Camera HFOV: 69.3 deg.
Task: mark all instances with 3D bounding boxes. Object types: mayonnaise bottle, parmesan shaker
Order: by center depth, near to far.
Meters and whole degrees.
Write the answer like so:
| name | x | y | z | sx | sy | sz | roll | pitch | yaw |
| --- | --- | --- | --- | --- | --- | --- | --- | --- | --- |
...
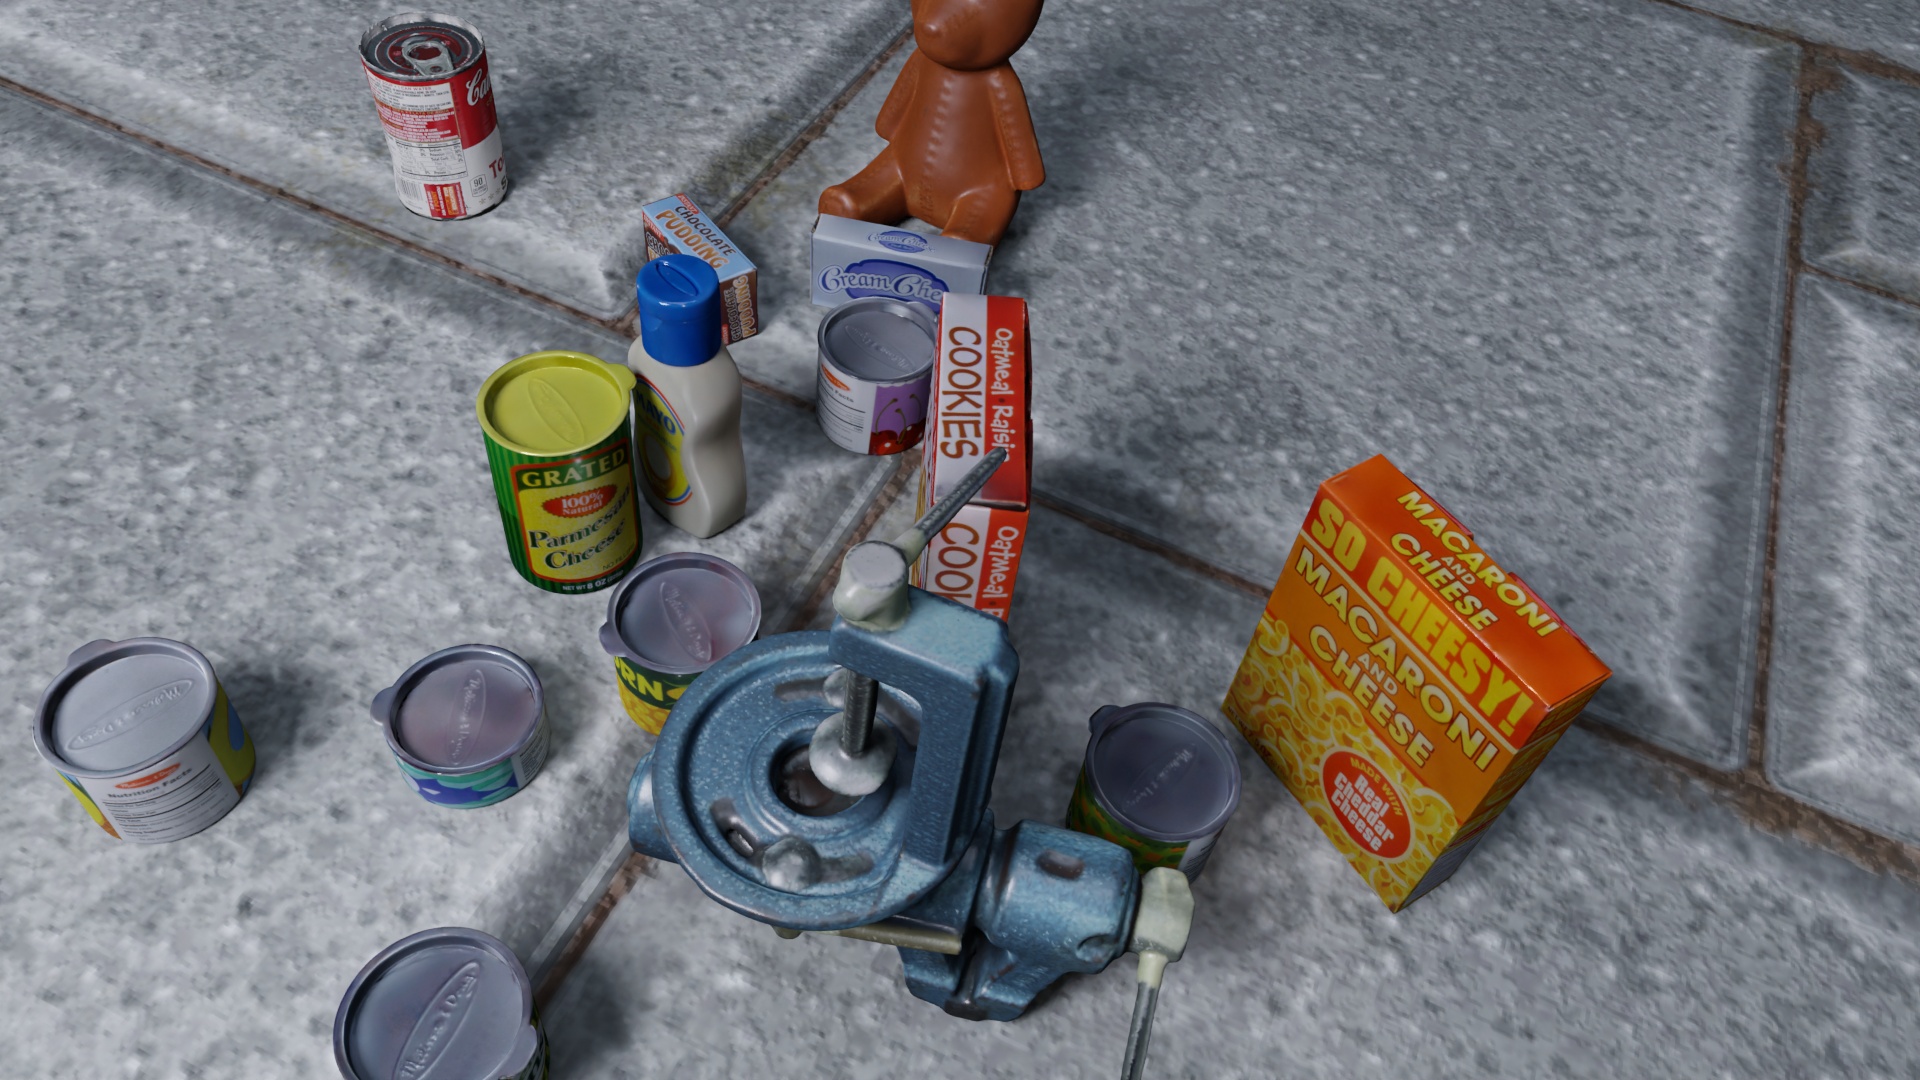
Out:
| name | x | y | z | sx | sy | sz | roll | pitch | yaw |
| --- | --- | --- | --- | --- | --- | --- | --- | --- | --- |
| parmesan shaker | -0.183 | -0.031 | 0.656 | 0.071 | 0.102 | 0.072 | 4 | 50 | -4 |
| mayonnaise bottle | -0.132 | -0.068 | 0.666 | 0.065 | 0.147 | 0.041 | 40 | 56 | 24 |

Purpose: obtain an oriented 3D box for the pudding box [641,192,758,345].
| name | x | y | z | sx | sy | sz | roll | pitch | yaw |
| --- | --- | --- | --- | --- | --- | --- | --- | --- | --- |
| pudding box | -0.150 | -0.157 | 0.802 | 0.030 | 0.049 | 0.084 | -27 | 58 | -27 |

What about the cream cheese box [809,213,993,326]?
| name | x | y | z | sx | sy | sz | roll | pitch | yaw |
| --- | --- | --- | --- | --- | --- | --- | --- | --- | --- |
| cream cheese box | -0.036 | -0.155 | 0.813 | 0.104 | 0.053 | 0.024 | 11 | 50 | 2 |

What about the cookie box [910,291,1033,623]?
| name | x | y | z | sx | sy | sz | roll | pitch | yaw |
| --- | --- | --- | --- | --- | --- | --- | --- | --- | --- |
| cookie box | 0.002 | -0.008 | 0.620 | 0.040 | 0.166 | 0.123 | 4 | 50 | -4 |

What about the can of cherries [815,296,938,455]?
| name | x | y | z | sx | sy | sz | roll | pitch | yaw |
| --- | --- | --- | --- | --- | --- | --- | --- | --- | --- |
| can of cherries | -0.043 | -0.090 | 0.754 | 0.071 | 0.058 | 0.072 | 4 | 50 | -4 |

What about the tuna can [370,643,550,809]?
| name | x | y | z | sx | sy | sz | roll | pitch | yaw |
| --- | --- | --- | --- | --- | --- | --- | --- | --- | --- |
| tuna can | -0.216 | 0.081 | 0.604 | 0.071 | 0.032 | 0.071 | 4 | 50 | -4 |

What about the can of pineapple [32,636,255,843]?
| name | x | y | z | sx | sy | sz | roll | pitch | yaw |
| --- | --- | --- | --- | --- | --- | --- | --- | --- | --- |
| can of pineapple | -0.334 | 0.081 | 0.571 | 0.071 | 0.057 | 0.071 | 4 | 50 | -4 |

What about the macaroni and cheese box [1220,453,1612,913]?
| name | x | y | z | sx | sy | sz | roll | pitch | yaw |
| --- | --- | --- | --- | --- | --- | --- | --- | --- | --- |
| macaroni and cheese box | 0.181 | 0.063 | 0.584 | 0.040 | 0.165 | 0.124 | -23 | 57 | -24 |

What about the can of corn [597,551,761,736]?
| name | x | y | z | sx | sy | sz | roll | pitch | yaw |
| --- | --- | --- | --- | --- | --- | --- | --- | --- | --- |
| can of corn | -0.125 | 0.050 | 0.626 | 0.071 | 0.058 | 0.071 | 4 | 50 | -4 |

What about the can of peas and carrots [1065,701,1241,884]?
| name | x | y | z | sx | sy | sz | roll | pitch | yaw |
| --- | --- | --- | --- | --- | --- | --- | --- | --- | --- |
| can of peas and carrots | 0.080 | 0.112 | 0.600 | 0.071 | 0.058 | 0.071 | 4 | 50 | -4 |

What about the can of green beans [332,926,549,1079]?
| name | x | y | z | sx | sy | sz | roll | pitch | yaw |
| --- | --- | --- | --- | --- | --- | --- | --- | --- | --- |
| can of green beans | -0.186 | 0.184 | 0.505 | 0.071 | 0.057 | 0.071 | 4 | 50 | -4 |
